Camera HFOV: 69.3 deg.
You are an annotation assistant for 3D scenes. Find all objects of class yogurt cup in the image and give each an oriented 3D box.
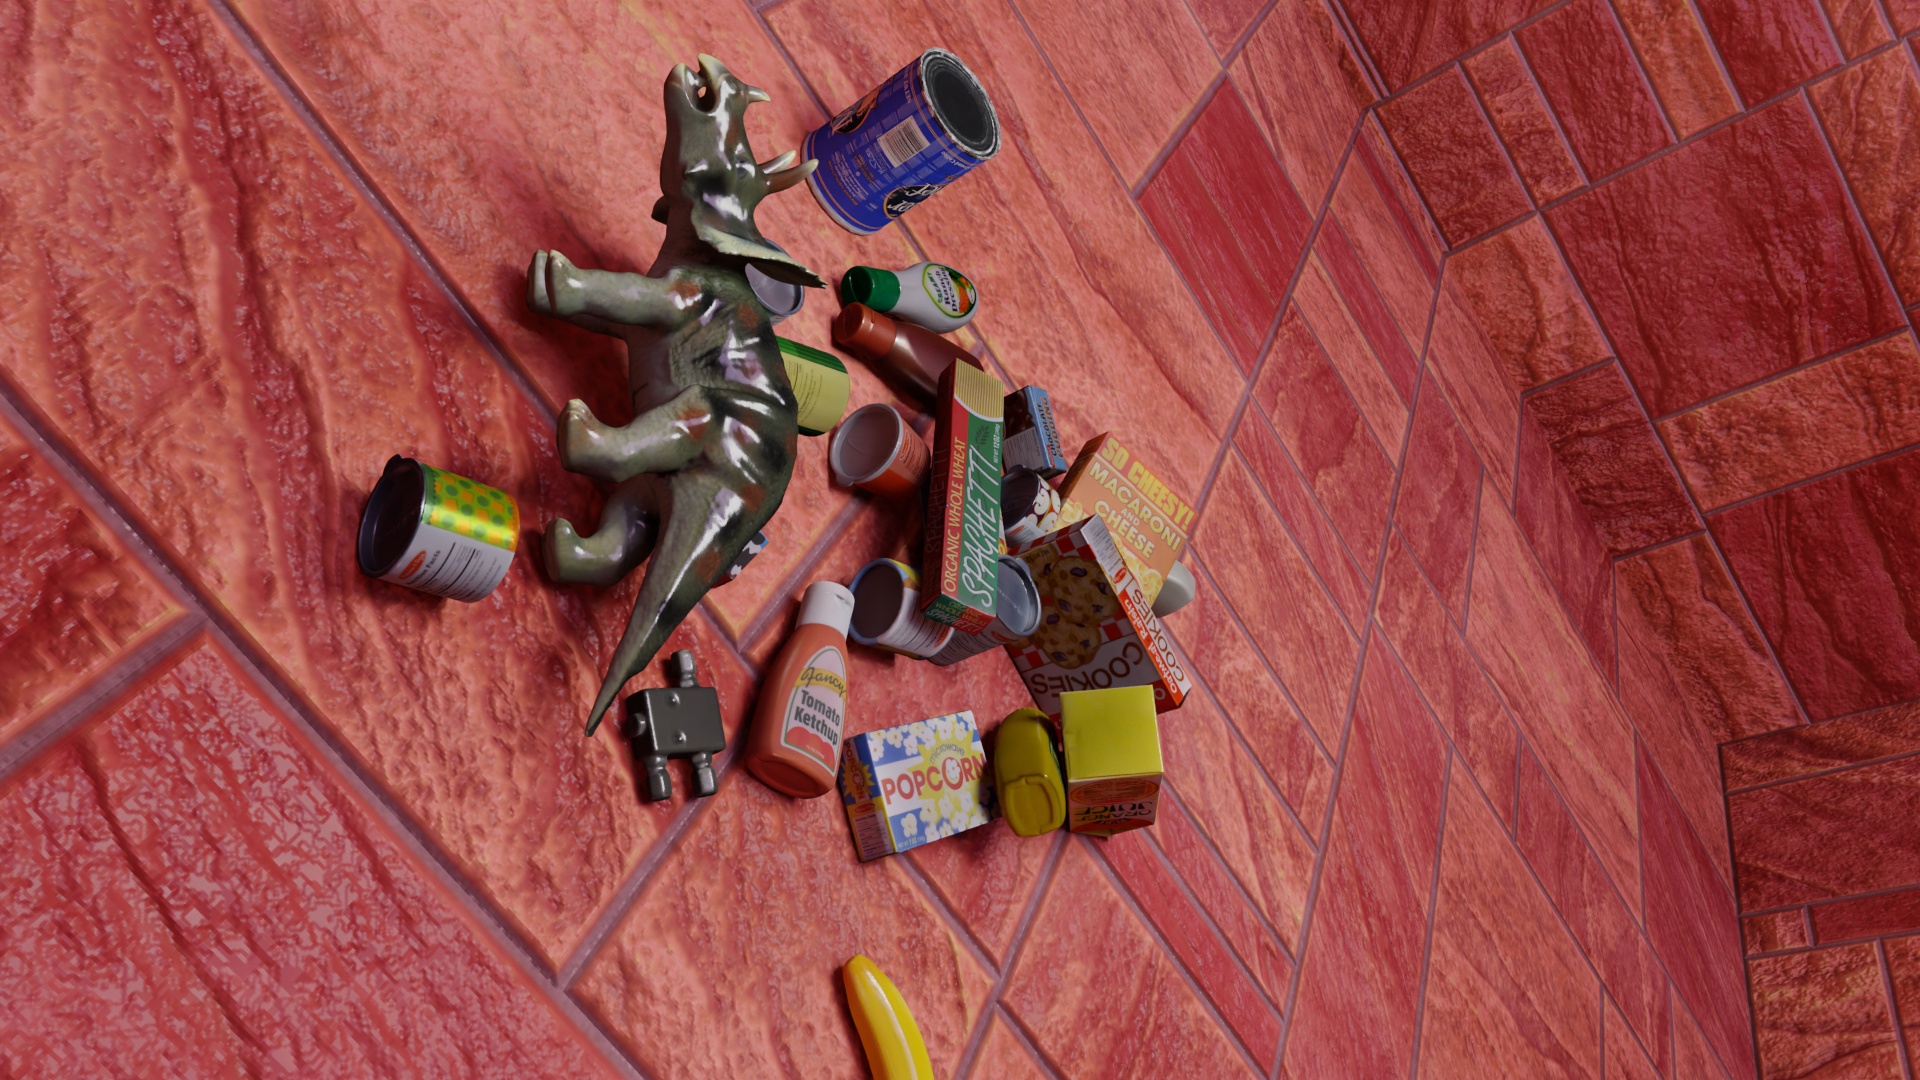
[{"bbox_3d":[-0.059,-0.066,1.080,0.054,0.072,0.073,35,44,-49],"label":"yogurt cup"}]

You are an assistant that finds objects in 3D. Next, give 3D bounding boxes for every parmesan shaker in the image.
[{"bbox_3d":[-0.139,-0.113,1.002,0.103,0.071,0.071,13,60,-50],"label":"parmesan shaker"}]

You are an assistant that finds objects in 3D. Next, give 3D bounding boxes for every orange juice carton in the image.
[{"bbox_3d":[0.120,0.184,1.116,0.192,0.073,0.072,79,7,-63],"label":"orange juice carton"}]

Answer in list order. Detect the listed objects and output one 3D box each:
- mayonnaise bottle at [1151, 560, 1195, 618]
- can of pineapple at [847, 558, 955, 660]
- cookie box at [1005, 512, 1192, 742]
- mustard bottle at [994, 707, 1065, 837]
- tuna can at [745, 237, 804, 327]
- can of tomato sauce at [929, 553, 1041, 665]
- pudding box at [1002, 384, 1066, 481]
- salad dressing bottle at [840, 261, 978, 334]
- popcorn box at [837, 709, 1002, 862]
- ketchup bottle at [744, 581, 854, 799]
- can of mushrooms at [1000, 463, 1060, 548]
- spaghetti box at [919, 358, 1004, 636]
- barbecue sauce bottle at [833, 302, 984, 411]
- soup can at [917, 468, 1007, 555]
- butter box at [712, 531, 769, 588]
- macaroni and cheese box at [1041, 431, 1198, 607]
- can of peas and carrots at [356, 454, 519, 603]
[{"bbox_3d":[0.157,0.014,1.322,0.148,0.064,0.041,42,40,-25],"label":"mayonnaise bottle"},{"bbox_3d":[-0.045,0.050,1.027,0.058,0.071,0.071,22,54,-45],"label":"can of pineapple"},{"bbox_3d":[0.098,0.076,1.149,0.167,0.122,0.040,61,36,-7],"label":"cookie box"},{"bbox_3d":[0.053,0.166,1.073,0.161,0.049,0.065,-87,163,-71],"label":"mustard bottle"},{"bbox_3d":[-0.155,-0.197,1.057,0.071,0.032,0.071,31,48,-40],"label":"tuna can"},{"bbox_3d":[0.011,0.053,1.082,0.071,0.083,0.071,31,47,-40],"label":"can of tomato sauce"},{"bbox_3d":[0.062,-0.094,1.268,0.030,0.049,0.084,7,64,-53],"label":"pudding box"},{"bbox_3d":[-0.043,-0.213,1.205,0.148,0.044,0.064,-7,77,-54],"label":"salad dressing bottle"},{"bbox_3d":[-0.030,0.173,0.995,0.127,0.038,0.085,-3,72,-54],"label":"popcorn box"},{"bbox_3d":[-0.103,0.097,0.942,0.064,0.043,0.149,40,42,-32],"label":"ketchup bottle"},{"bbox_3d":[0.052,-0.029,1.200,0.033,0.071,0.071,39,43,-34],"label":"can of mushrooms"},{"bbox_3d":[0.004,-0.039,1.063,0.050,0.028,0.251,25,45,-23],"label":"spaghetti box"},{"bbox_3d":[-0.041,-0.154,1.173,0.148,0.043,0.065,25,51,-43],"label":"barbecue sauce bottle"},{"bbox_3d":[0.004,-0.014,1.124,0.071,0.071,0.084,18,57,-47],"label":"soup can"},{"bbox_3d":[-0.177,-0.023,0.932,0.103,0.024,0.053,55,35,-15],"label":"butter box"},{"bbox_3d":[0.129,0.003,1.246,0.123,0.040,0.167,41,59,-15],"label":"macaroni and cheese box"},{"bbox_3d":[-0.281,-0.006,0.748,0.058,0.070,0.071,24,52,-45],"label":"can of peas and carrots"}]
